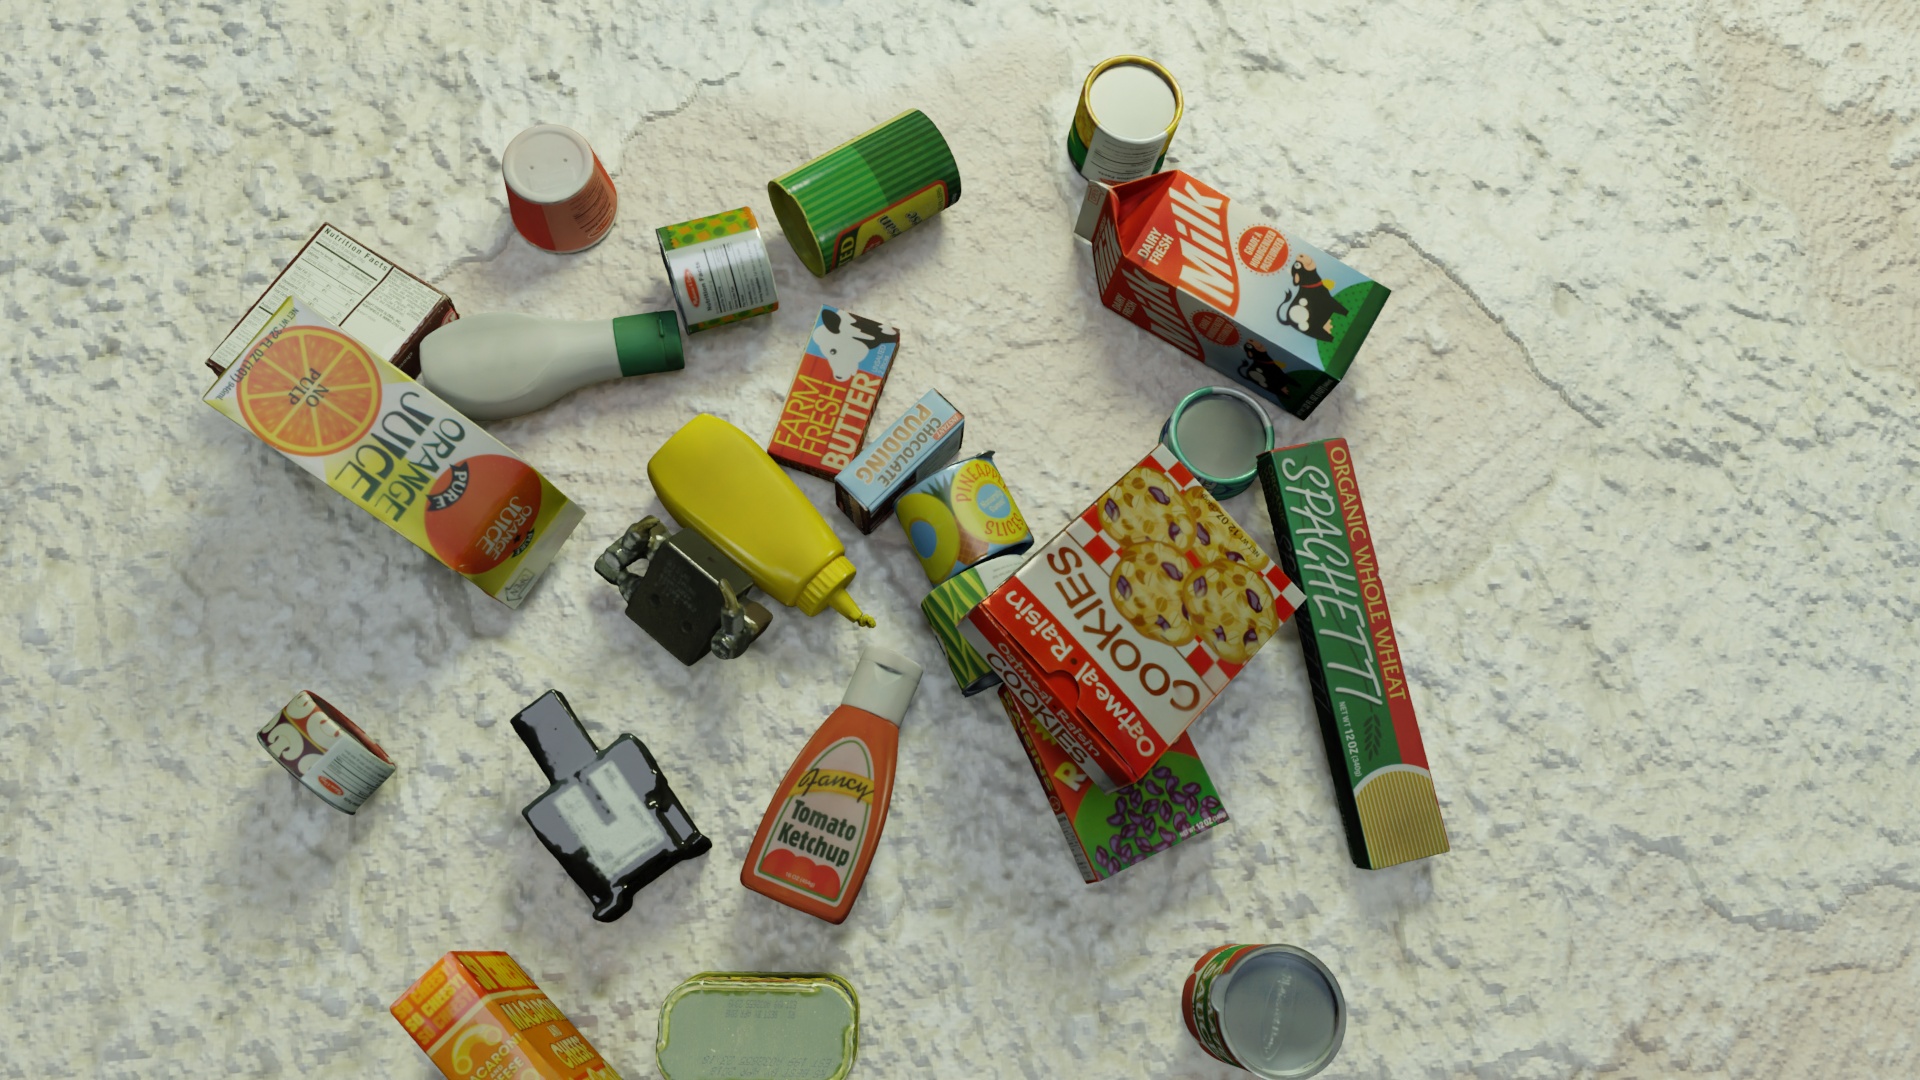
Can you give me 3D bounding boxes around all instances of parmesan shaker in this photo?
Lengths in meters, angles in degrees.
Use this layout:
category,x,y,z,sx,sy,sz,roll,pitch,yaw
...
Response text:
category,x,y,z,sx,sy,sz,roll,pitch,yaw
parmesan shaker,-0.058,-0.217,0.860,0.103,0.071,0.071,-31,79,-13

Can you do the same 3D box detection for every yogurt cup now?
category,x,y,z,sx,sy,sz,roll,pitch,yaw
yogurt cup,-0.248,-0.218,0.854,0.072,0.053,0.072,1,75,-4

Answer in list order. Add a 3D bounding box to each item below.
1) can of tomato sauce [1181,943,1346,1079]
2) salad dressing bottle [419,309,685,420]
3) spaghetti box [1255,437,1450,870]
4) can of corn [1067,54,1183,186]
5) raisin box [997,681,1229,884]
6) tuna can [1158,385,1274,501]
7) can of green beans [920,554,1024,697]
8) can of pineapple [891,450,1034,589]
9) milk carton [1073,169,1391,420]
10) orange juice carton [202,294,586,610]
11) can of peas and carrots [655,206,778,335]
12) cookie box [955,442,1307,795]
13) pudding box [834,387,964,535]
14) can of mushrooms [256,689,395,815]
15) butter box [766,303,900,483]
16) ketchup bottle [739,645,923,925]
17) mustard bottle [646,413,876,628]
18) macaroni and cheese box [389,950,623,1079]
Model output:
category,x,y,z,sx,sy,sz,roll,pitch,yaw
can of tomato sauce,0.157,0.248,0.737,0.071,0.083,0.071,1,74,-4
salad dressing bottle,-0.241,-0.109,0.829,0.148,0.044,0.064,-10,73,-9
spaghetti box,0.226,0.063,0.808,0.050,0.028,0.250,-11,83,-9
can of corn,0.106,-0.272,0.897,0.071,0.058,0.071,1,74,-5
raisin box,0.086,0.120,0.792,0.086,0.040,0.123,-23,78,-10
tuna can,0.156,-0.058,0.853,0.071,0.032,0.071,1,73,-5
can of green beans,0.018,0.048,0.793,0.071,0.071,0.058,-24,77,-11
can of pineapple,0.003,-0.010,0.807,0.071,0.071,0.058,-25,79,-11
milk carton,0.157,-0.161,0.862,0.191,0.072,0.073,31,74,4
orange juice carton,-0.306,-0.044,0.769,0.192,0.073,0.072,38,77,-18
can of peas and carrots,-0.148,-0.165,0.842,0.059,0.070,0.071,-17,76,-10
cookie box,0.097,0.039,0.766,0.123,0.040,0.168,48,58,5
pudding box,-0.036,-0.046,0.824,0.030,0.049,0.084,43,75,9
can of mushrooms,-0.340,0.112,0.744,0.071,0.071,0.033,40,75,7
butter box,-0.077,-0.088,0.846,0.053,0.024,0.104,18,73,1
ketchup bottle,-0.065,0.133,0.773,0.065,0.043,0.149,22,73,2
mustard bottle,-0.109,-0.002,0.805,0.160,0.048,0.065,44,76,7
macaroni and cheese box,-0.195,0.275,0.678,0.166,0.123,0.040,44,74,8
